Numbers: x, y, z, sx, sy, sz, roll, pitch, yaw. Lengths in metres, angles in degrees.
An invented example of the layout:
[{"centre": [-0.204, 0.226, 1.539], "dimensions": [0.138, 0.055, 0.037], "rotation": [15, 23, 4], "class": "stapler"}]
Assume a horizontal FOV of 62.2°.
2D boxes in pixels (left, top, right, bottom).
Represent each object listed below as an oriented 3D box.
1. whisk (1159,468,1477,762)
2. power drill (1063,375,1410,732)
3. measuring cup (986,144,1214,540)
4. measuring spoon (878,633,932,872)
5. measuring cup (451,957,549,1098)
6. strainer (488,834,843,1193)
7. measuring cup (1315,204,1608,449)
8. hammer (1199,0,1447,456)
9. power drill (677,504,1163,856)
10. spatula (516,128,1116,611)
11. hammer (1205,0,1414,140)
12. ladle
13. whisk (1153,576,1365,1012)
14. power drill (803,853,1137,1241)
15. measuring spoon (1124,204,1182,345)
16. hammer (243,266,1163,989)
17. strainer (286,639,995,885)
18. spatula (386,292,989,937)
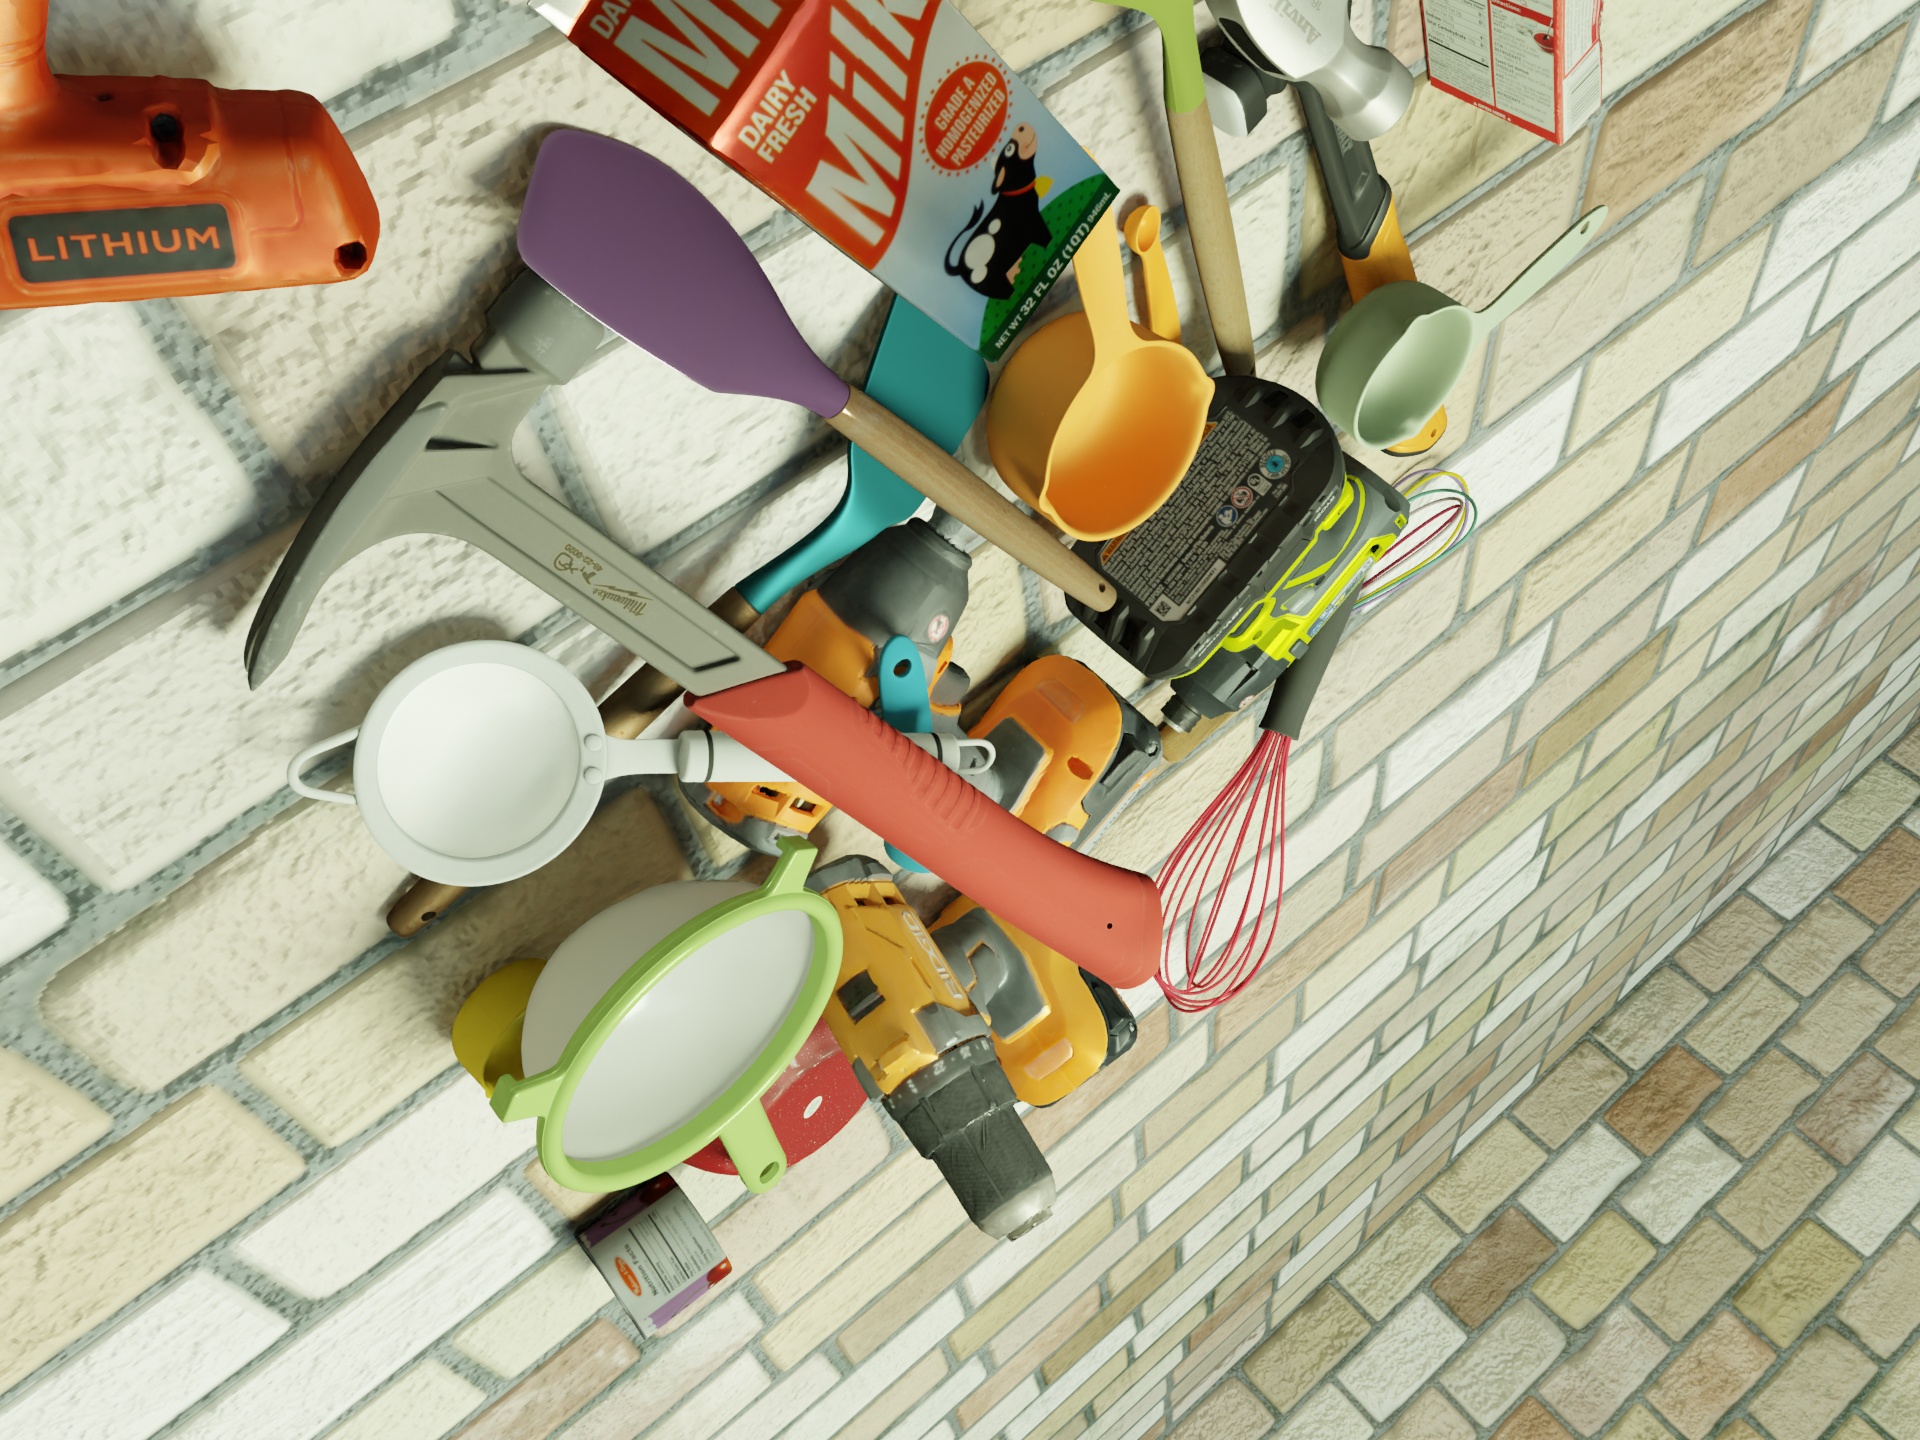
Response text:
[{"centre": [0.212, -0.058, 0.941], "dimensions": [0.245, 0.051, 0.047], "rotation": [-41, 154, -3], "class": "whisk"}, {"centre": [0.138, -0.070, 0.785], "dimensions": [0.171, 0.080, 0.223], "rotation": [-51, 159, 10], "class": "power drill"}, {"centre": [0.044, -0.152, 0.627], "dimensions": [0.095, 0.052, 0.173], "rotation": [-36, 139, -17], "class": "measuring cup"}, {"centre": [-0.014, 0.018, 0.640], "dimensions": [0.042, 0.021, 0.128], "rotation": [-28, 137, -19], "class": "measuring spoon"}, {"centre": [-0.179, 0.140, 0.718], "dimensions": [0.062, 0.029, 0.156], "rotation": [-52, 161, -6], "class": "measuring cup"}, {"centre": [-0.120, 0.142, 0.692], "dimensions": [0.151, 0.069, 0.256], "rotation": [-41, 153, -21], "class": "strainer"}, {"centre": [0.233, -0.197, 0.747], "dimensions": [0.167, 0.038, 0.083], "rotation": [-40, 149, -8], "class": "measuring cup"}, {"centre": [0.196, -0.225, 0.739], "dimensions": [0.127, 0.034, 0.336], "rotation": [-46, 149, 0], "class": "hammer"}, {"centre": [-0.001, -0.002, 0.711], "dimensions": [0.164, 0.084, 0.226], "rotation": [-53, 144, 10], "class": "power drill"}, {"centre": [-0.028, -0.104, 0.564], "dimensions": [0.315, 0.018, 0.060], "rotation": [30, 66, -48], "class": "spatula"}, {"centre": [0.186, -0.377, 0.534], "dimensions": [0.130, 0.031, 0.331], "rotation": [22, 104, -38], "class": "hammer"}, {"centre": [0.076, -0.216, 0.595], "dimensions": [0.078, 0.062, 0.319], "rotation": [-66, 157, -13], "class": "ladle"}, {"centre": [0.172, 0.025, 0.900], "dimensions": [0.073, 0.073, 0.296], "rotation": [18, 92, -56], "class": "whisk"}, {"centre": [0.014, 0.157, 0.791], "dimensions": [0.084, 0.185, 0.226], "rotation": [-40, 160, 14], "class": "power drill"}, {"centre": [0.083, -0.177, 0.682], "dimensions": [0.021, 0.011, 0.116], "rotation": [-58, 155, -16], "class": "measuring spoon"}, {"centre": [-0.055, 0.014, 0.561], "dimensions": [0.358, 0.037, 0.149], "rotation": [37, 91, -33], "class": "hammer"}, {"centre": [-0.105, 0.014, 0.579], "dimensions": [0.258, 0.050, 0.087], "rotation": [1, 102, -23], "class": "strainer"}, {"centre": [-0.104, -0.034, 0.606], "dimensions": [0.317, 0.044, 0.082], "rotation": [-43, 150, 2], "class": "spatula"}]
